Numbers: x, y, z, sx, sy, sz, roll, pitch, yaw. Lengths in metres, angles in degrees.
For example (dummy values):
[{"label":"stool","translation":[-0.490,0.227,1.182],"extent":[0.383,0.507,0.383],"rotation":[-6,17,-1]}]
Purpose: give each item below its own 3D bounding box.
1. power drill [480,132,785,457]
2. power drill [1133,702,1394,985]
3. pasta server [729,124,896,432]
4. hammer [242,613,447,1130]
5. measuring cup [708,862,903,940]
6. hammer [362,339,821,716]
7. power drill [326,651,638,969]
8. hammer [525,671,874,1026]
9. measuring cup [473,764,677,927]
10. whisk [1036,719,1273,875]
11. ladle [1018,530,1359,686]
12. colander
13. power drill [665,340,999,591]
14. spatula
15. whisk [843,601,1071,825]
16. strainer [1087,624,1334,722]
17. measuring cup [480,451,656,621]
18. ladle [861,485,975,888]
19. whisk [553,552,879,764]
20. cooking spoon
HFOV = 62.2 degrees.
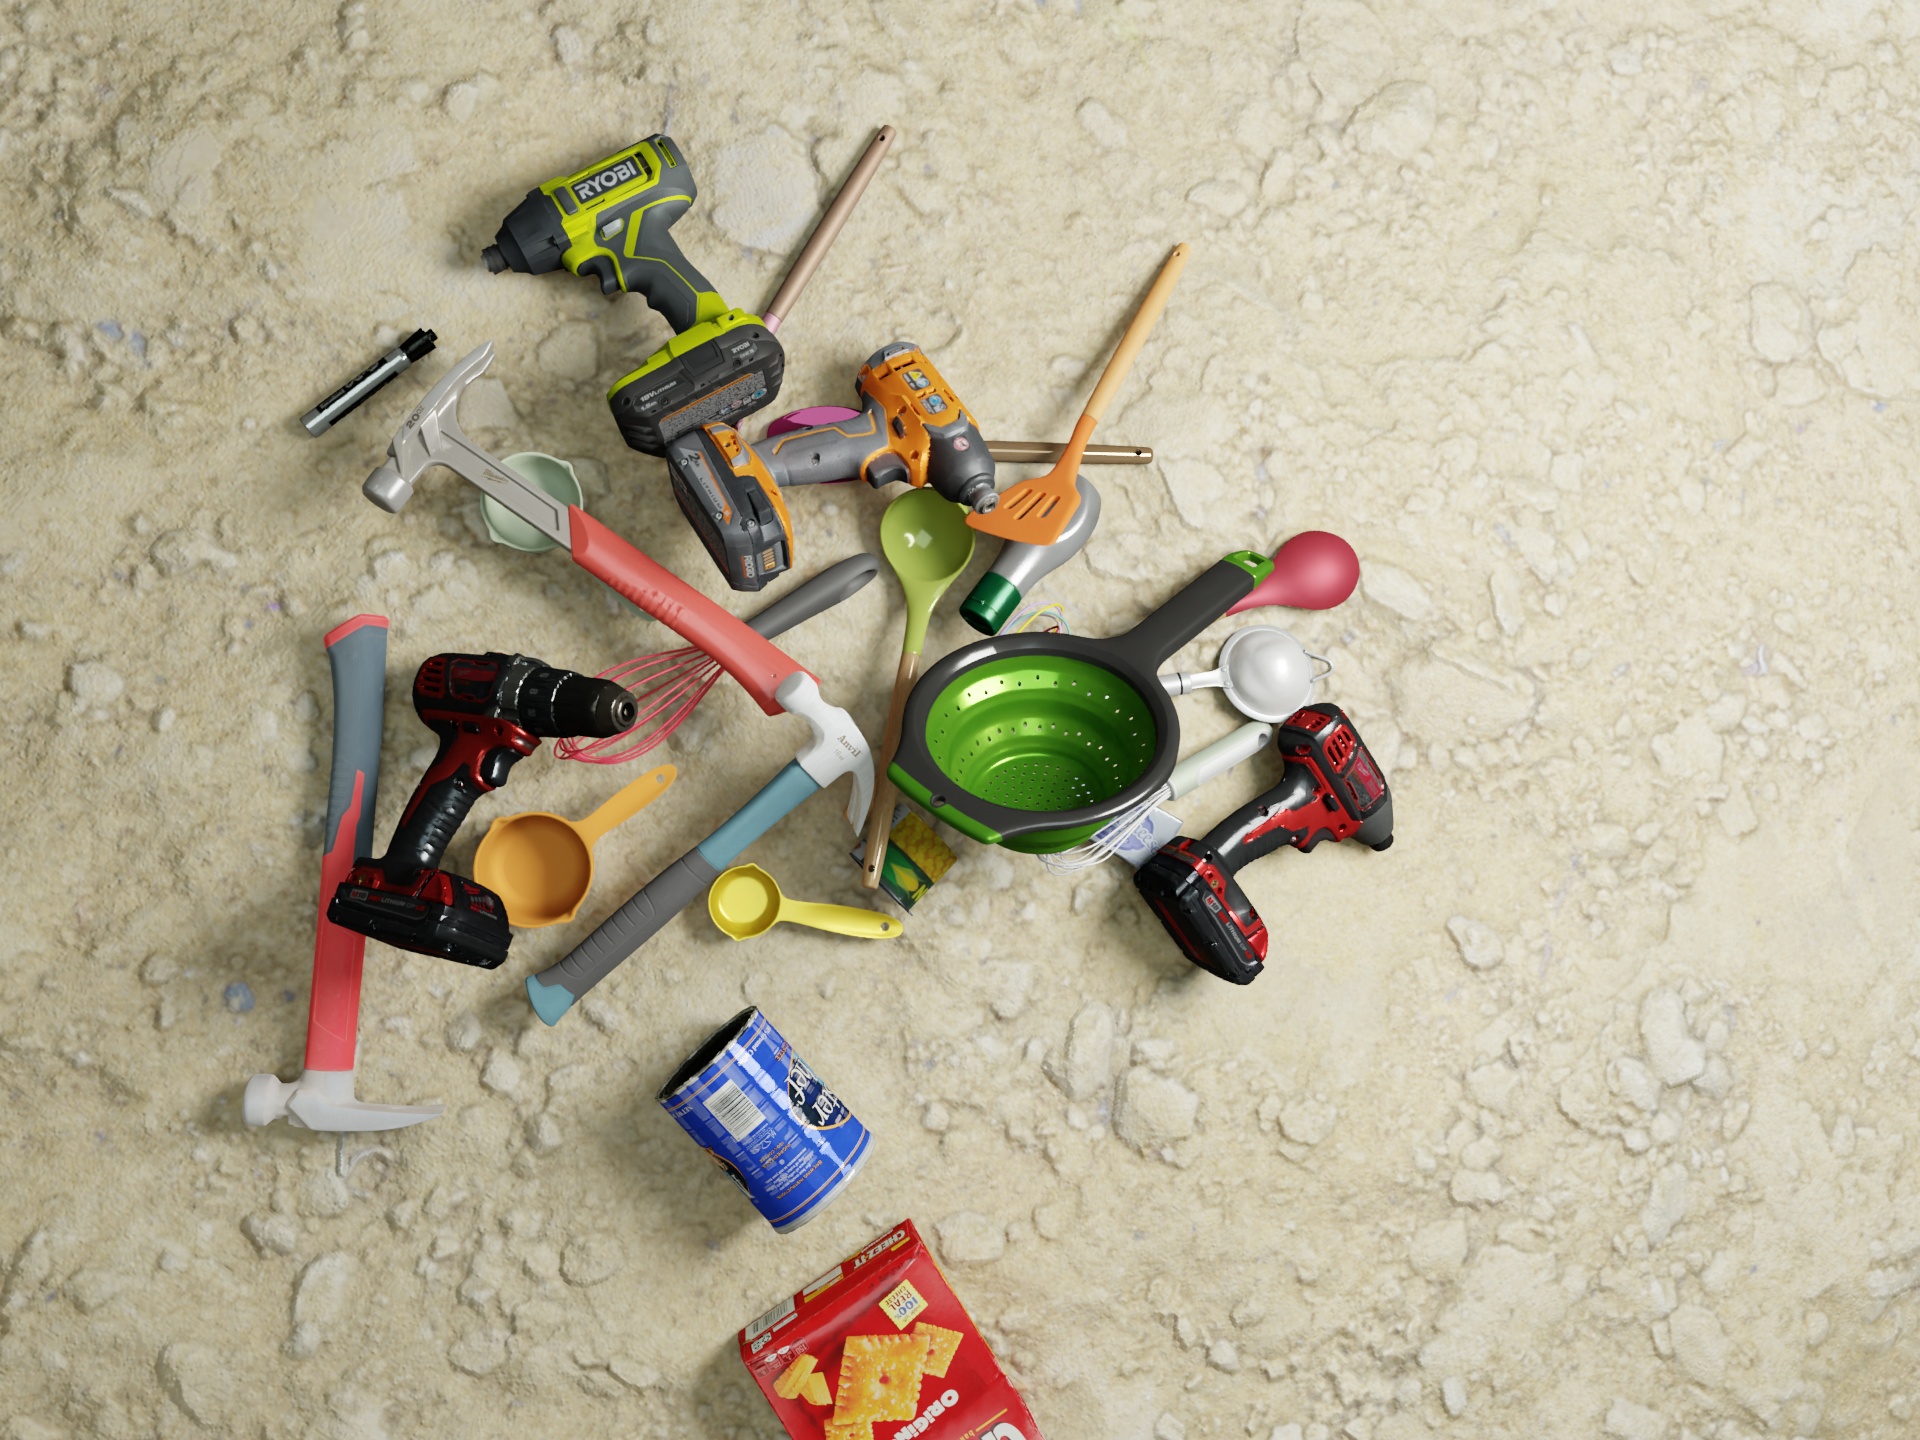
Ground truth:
[{"label":"power drill","translation":[-0.248,-0.321,1.209],"extent":[0.171,0.080,0.223],"rotation":[-29,77,-8]},{"label":"power drill","translation":[0.261,0.104,1.299],"extent":[0.220,0.079,0.143],"rotation":[-42,113,-13]},{"label":"pasta server","translation":[-0.135,-0.346,1.265],"extent":[0.060,0.040,0.316],"rotation":[30,83,4]},{"label":"hammer","translation":[-0.448,0.114,1.202],"extent":[0.143,0.038,0.386],"rotation":[5,88,-11]},{"label":"measuring cup","translation":[-0.123,0.152,1.263],"extent":[0.156,0.029,0.062],"rotation":[12,87,-12]},{"label":"hammer","translation":[-0.255,-0.127,1.193],"extent":[0.359,0.036,0.149],"rotation":[35,73,-4]},{"label":"power drill","translation":[-0.339,0.058,1.147],"extent":[0.188,0.080,0.227],"rotation":[6,70,27]},{"label":"hammer","translation":[-0.201,0.112,1.200],"extent":[0.331,0.033,0.128],"rotation":[-41,121,4]},{"label":"measuring cup","translation":[-0.291,0.088,1.223],"extent":[0.173,0.052,0.095],"rotation":[-37,95,-10]},{"label":"whisk","translation":[0.161,0.058,1.280],"extent":[0.246,0.059,0.057],"rotation":[-28,124,-26]},{"label":"ladle","translation":[0.194,-0.084,1.322],"extent":[0.315,0.031,0.069],"rotation":[-22,83,-8]},{"label":"colander","translation":[0.115,-0.009,1.238],"extent":[0.205,0.094,0.397],"rotation":[33,53,29]},{"label":"power drill","translation":[-0.089,-0.186,1.204],"extent":[0.226,0.084,0.164],"rotation":[-26,62,-16]},{"label":"spatula","translation":[0.112,-0.266,1.279],"extent":[0.081,0.041,0.323],"rotation":[19,70,28]},{"label":"whisk","translation":[-0.001,-0.003,1.282],"extent":[0.051,0.047,0.245],"rotation":[45,87,-3]},{"label":"strainer","translation":[0.193,-0.031,1.315],"extent":[0.258,0.050,0.087],"rotation":[-9,75,-7]},{"label":"measuring cup","translation":[-0.297,-0.136,1.234],"extent":[0.167,0.038,0.083],"rotation":[44,82,-8]},{"label":"ladle","translation":[-0.045,-0.029,1.236],"extent":[0.078,0.062,0.320],"rotation":[7,76,10]},{"label":"whisk","translation":[-0.188,-0.052,1.242],"extent":[0.296,0.073,0.073],"rotation":[-33,94,-14]},{"label":"cooking spoon","translation":[0.002,-0.219,1.295],"extent":[0.319,0.017,0.069],"rotation":[0,73,-10]}]
